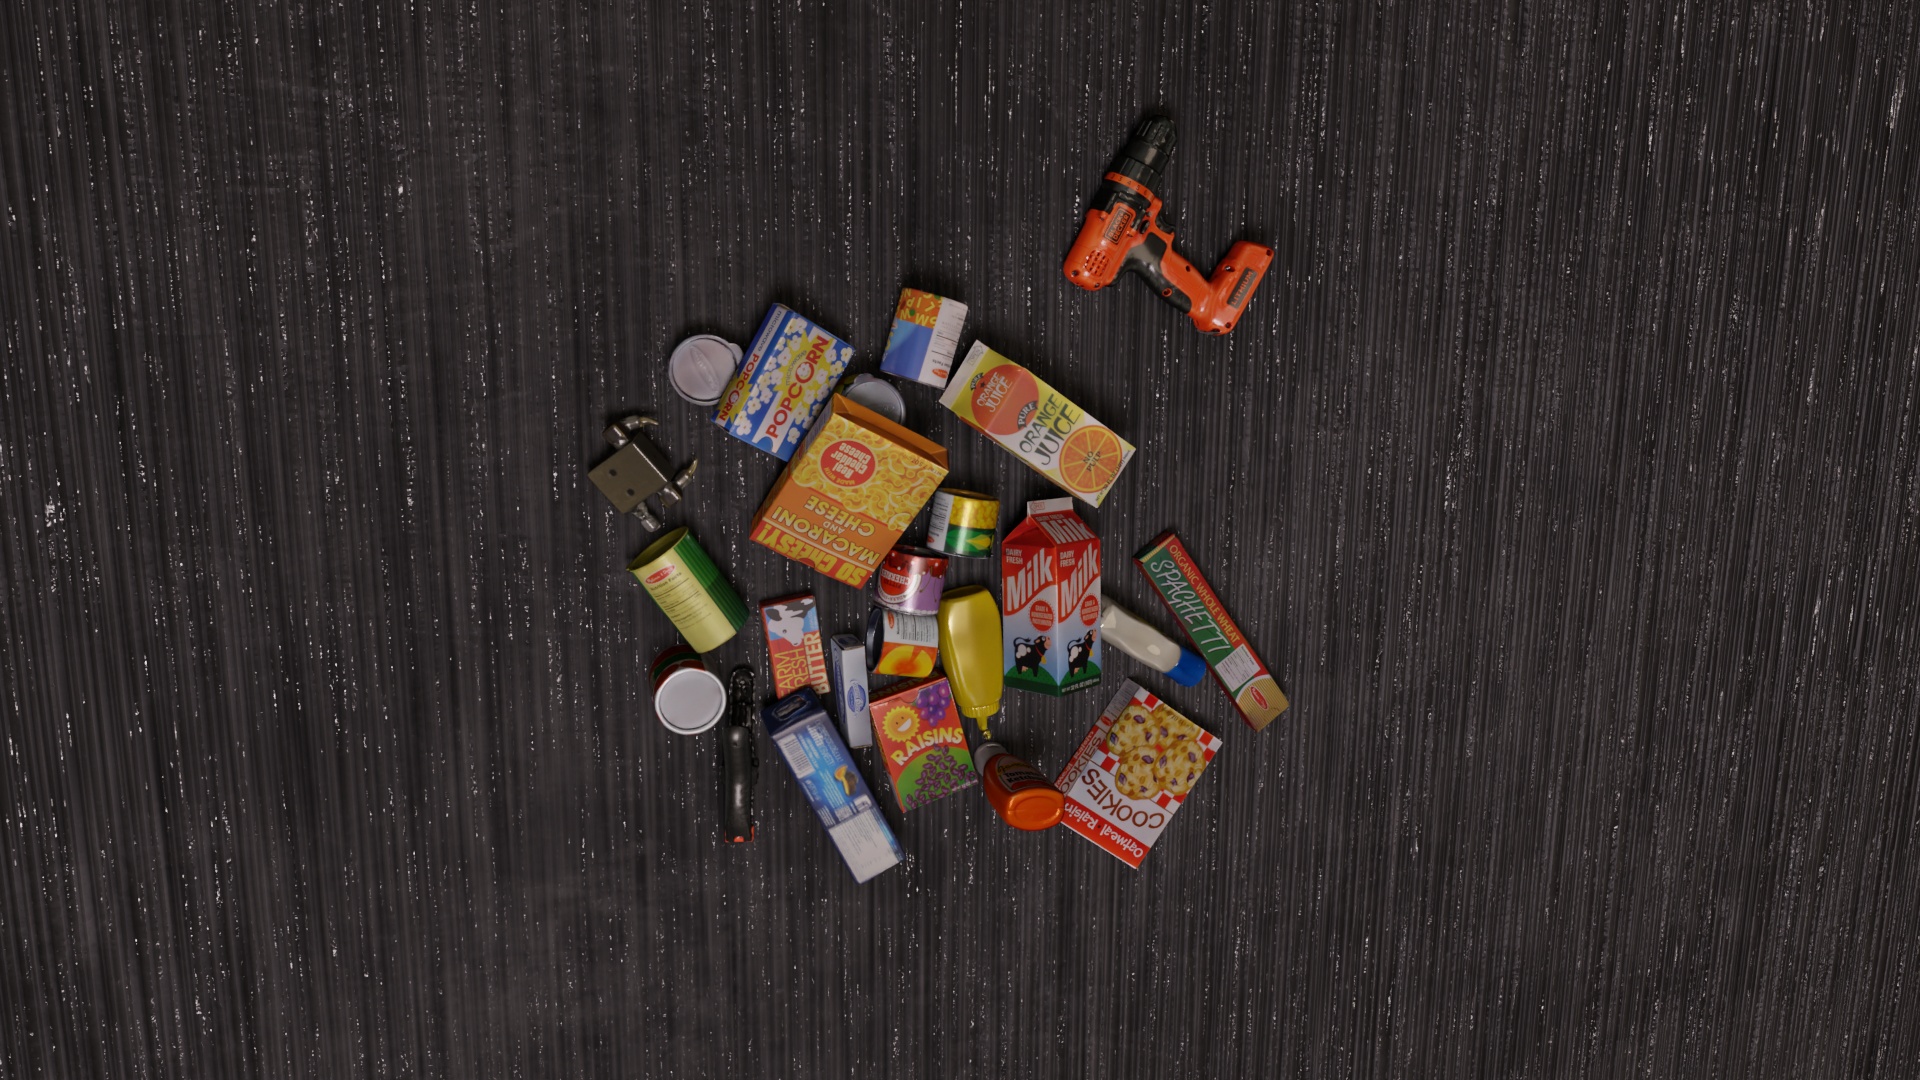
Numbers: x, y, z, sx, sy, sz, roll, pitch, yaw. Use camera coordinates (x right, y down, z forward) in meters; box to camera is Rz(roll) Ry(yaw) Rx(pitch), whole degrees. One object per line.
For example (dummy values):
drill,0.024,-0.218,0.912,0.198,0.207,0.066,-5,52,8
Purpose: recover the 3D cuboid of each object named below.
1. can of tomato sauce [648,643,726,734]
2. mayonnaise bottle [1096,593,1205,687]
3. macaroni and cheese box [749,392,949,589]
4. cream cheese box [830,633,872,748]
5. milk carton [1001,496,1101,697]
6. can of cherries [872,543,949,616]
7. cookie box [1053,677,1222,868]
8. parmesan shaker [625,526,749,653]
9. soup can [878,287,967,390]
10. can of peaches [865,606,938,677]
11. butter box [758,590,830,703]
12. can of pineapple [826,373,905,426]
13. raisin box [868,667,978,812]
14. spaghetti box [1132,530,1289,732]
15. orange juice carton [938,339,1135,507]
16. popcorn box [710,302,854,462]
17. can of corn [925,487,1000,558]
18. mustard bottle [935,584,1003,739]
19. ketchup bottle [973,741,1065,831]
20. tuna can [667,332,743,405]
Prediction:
can of tomato sauce,-0.260,0.141,1.313,0.071,0.083,0.071,-3,102,-16
mayonnaise bottle,0.193,0.106,1.455,0.148,0.065,0.041,31,90,-24
macaroni and cheese box,-0.106,-0.043,1.308,0.124,0.040,0.165,26,121,-19
cream cheese box,-0.108,0.148,1.376,0.024,0.053,0.103,-8,103,-17
milk carton,0.091,0.053,1.390,0.072,0.073,0.190,-8,100,-47
can of cherries,-0.050,0.038,1.363,0.071,0.071,0.058,10,98,-18
cookie box,0.183,0.251,1.491,0.123,0.040,0.167,35,89,-20
parmesan shaker,-0.256,0.048,1.307,0.071,0.071,0.103,-37,109,-7
soup can,-0.038,-0.193,1.325,0.071,0.071,0.083,15,96,-19
can of peaches,-0.059,0.102,1.377,0.058,0.071,0.071,7,99,-18
butter box,-0.163,0.106,1.367,0.053,0.024,0.103,-12,104,-15
can of pineapple,-0.090,-0.126,1.325,0.071,0.058,0.071,-3,102,-16
raisin box,-0.041,0.203,1.415,0.086,0.040,0.123,-19,105,-11
spaghetti box,0.270,0.098,1.492,0.050,0.029,0.249,-39,109,-6
orange juice carton,0.070,-0.115,1.360,0.192,0.073,0.072,33,91,-25
popcorn box,-0.165,-0.146,1.291,0.085,0.038,0.126,27,93,-49
can of corn,0.005,-0.017,1.371,0.071,0.071,0.058,8,98,-18
mustard bottle,0.013,0.127,1.411,0.065,0.049,0.159,-12,105,-18
ketchup bottle,0.051,0.243,1.392,0.065,0.149,0.043,2,101,-17
tuna can,-0.236,-0.161,1.288,0.071,0.033,0.071,-3,102,-16
